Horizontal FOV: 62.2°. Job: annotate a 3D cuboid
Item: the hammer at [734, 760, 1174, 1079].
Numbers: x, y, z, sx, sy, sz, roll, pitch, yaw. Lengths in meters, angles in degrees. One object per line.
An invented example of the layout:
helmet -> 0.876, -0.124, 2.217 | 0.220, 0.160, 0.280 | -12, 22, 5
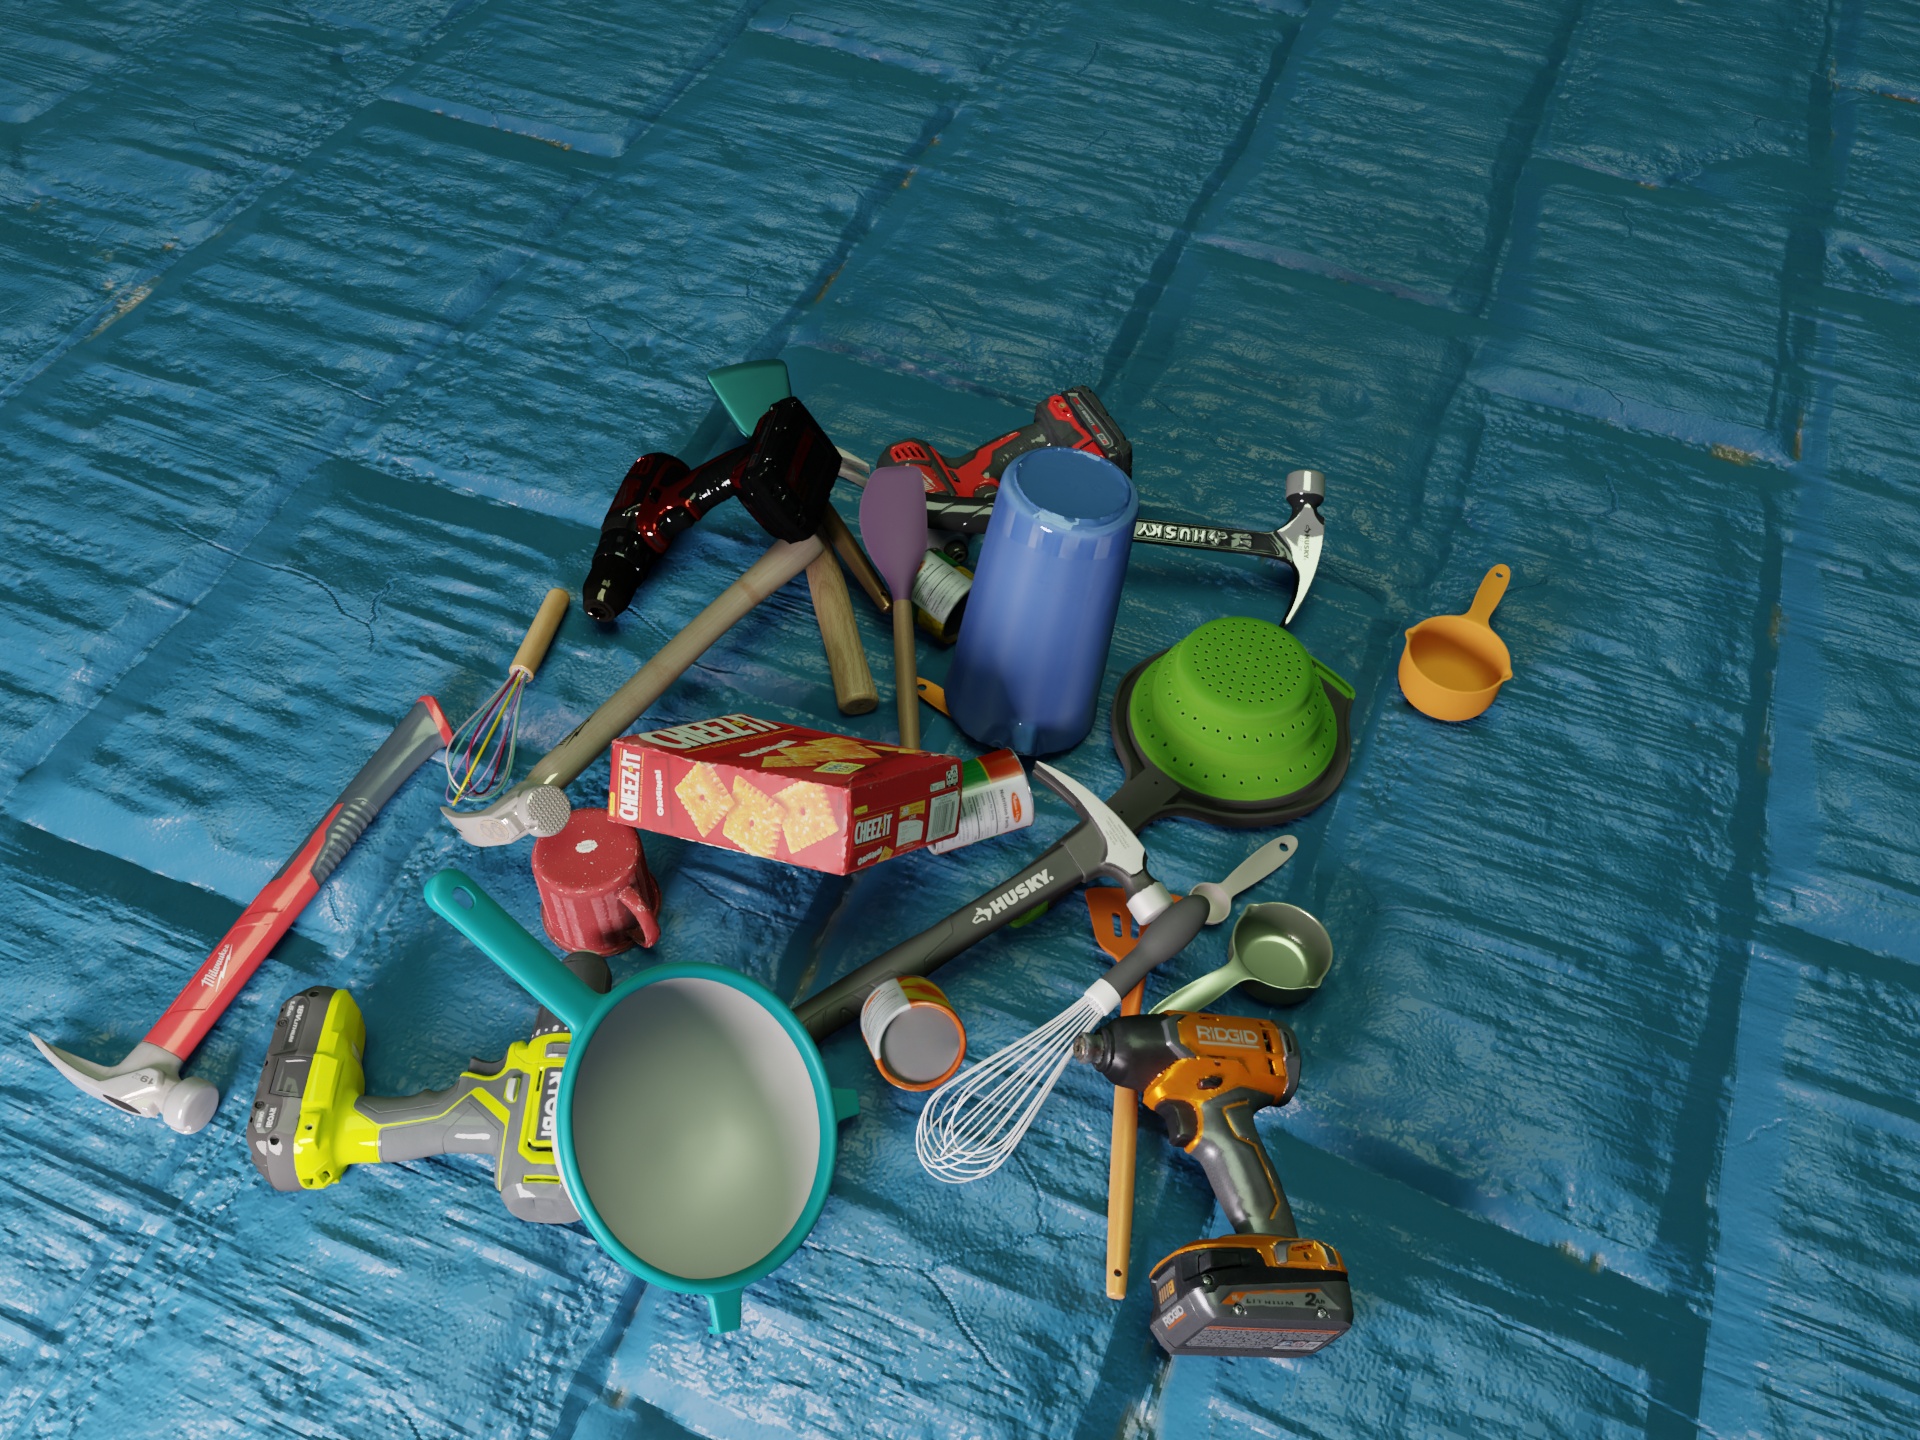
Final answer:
hammer -> -0.018, 0.160, 1.178 | 0.335, 0.035, 0.146 | -30, 74, -12

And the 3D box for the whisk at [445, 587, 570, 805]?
whisk -> -0.377, -0.025, 1.343 | 0.051, 0.047, 0.245 | 8, 49, 6

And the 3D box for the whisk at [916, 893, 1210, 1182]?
whisk -> 0.078, 0.218, 1.132 | 0.284, 0.070, 0.070 | -40, 63, -19

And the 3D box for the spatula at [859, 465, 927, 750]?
spatula -> -0.051, -0.077, 1.353 | 0.060, 0.018, 0.316 | -4, 69, 0

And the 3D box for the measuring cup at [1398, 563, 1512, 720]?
measuring cup -> 0.445, -0.069, 1.400 | 0.095, 0.052, 0.174 | 26, 53, 17

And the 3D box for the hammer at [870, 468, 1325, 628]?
hammer -> 0.123, -0.169, 1.425 | 0.409, 0.036, 0.149 | 5, 79, -2

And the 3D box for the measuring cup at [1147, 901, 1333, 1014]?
measuring cup -> 0.202, 0.197, 1.187 | 0.167, 0.038, 0.083 | -26, 57, -21

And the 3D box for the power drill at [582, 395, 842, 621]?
power drill -> -0.230, -0.180, 1.400 | 0.227, 0.080, 0.188 | -13, 44, 31

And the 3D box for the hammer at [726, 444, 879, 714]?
hammer -> -0.123, -0.140, 1.448 | 0.130, 0.031, 0.332 | -11, 53, -10

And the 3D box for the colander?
colander -> 0.173, 0.025, 1.283 | 0.397, 0.094, 0.205 | -37, 60, -28

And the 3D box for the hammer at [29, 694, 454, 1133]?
hammer -> -0.527, 0.124, 1.223 | 0.143, 0.038, 0.386 | 18, 53, 14

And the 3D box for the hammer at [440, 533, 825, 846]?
hammer -> -0.250, -0.041, 1.311 | 0.146, 0.038, 0.411 | -8, 31, 45

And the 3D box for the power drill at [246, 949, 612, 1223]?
power drill -> -0.355, 0.246, 1.109 | 0.228, 0.080, 0.191 | 2, 53, -4

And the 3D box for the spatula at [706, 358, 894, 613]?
spatula -> -0.136, -0.216, 1.458 | 0.082, 0.044, 0.318 | -17, 55, -26

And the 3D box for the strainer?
strainer -> -0.233, 0.228, 1.040 | 0.340, 0.095, 0.211 | 47, 45, -15

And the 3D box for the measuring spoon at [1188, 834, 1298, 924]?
measuring spoon -> 0.225, 0.126, 1.264 | 0.124, 0.018, 0.034 | -30, 71, -31

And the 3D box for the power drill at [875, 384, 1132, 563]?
power drill -> 0.044, -0.225, 1.495 | 0.219, 0.078, 0.143 | -19, 55, -13

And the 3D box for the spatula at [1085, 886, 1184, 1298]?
spatula -> 0.121, 0.255, 1.152 | 0.081, 0.041, 0.323 | 5, 56, 4

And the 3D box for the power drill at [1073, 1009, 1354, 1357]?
power drill -> 0.163, 0.298, 1.062 | 0.164, 0.084, 0.227 | 9, 48, -18

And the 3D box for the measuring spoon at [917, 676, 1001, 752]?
measuring spoon -> -0.002, -0.004, 1.361 | 0.117, 0.011, 0.021 | 35, 52, 27
